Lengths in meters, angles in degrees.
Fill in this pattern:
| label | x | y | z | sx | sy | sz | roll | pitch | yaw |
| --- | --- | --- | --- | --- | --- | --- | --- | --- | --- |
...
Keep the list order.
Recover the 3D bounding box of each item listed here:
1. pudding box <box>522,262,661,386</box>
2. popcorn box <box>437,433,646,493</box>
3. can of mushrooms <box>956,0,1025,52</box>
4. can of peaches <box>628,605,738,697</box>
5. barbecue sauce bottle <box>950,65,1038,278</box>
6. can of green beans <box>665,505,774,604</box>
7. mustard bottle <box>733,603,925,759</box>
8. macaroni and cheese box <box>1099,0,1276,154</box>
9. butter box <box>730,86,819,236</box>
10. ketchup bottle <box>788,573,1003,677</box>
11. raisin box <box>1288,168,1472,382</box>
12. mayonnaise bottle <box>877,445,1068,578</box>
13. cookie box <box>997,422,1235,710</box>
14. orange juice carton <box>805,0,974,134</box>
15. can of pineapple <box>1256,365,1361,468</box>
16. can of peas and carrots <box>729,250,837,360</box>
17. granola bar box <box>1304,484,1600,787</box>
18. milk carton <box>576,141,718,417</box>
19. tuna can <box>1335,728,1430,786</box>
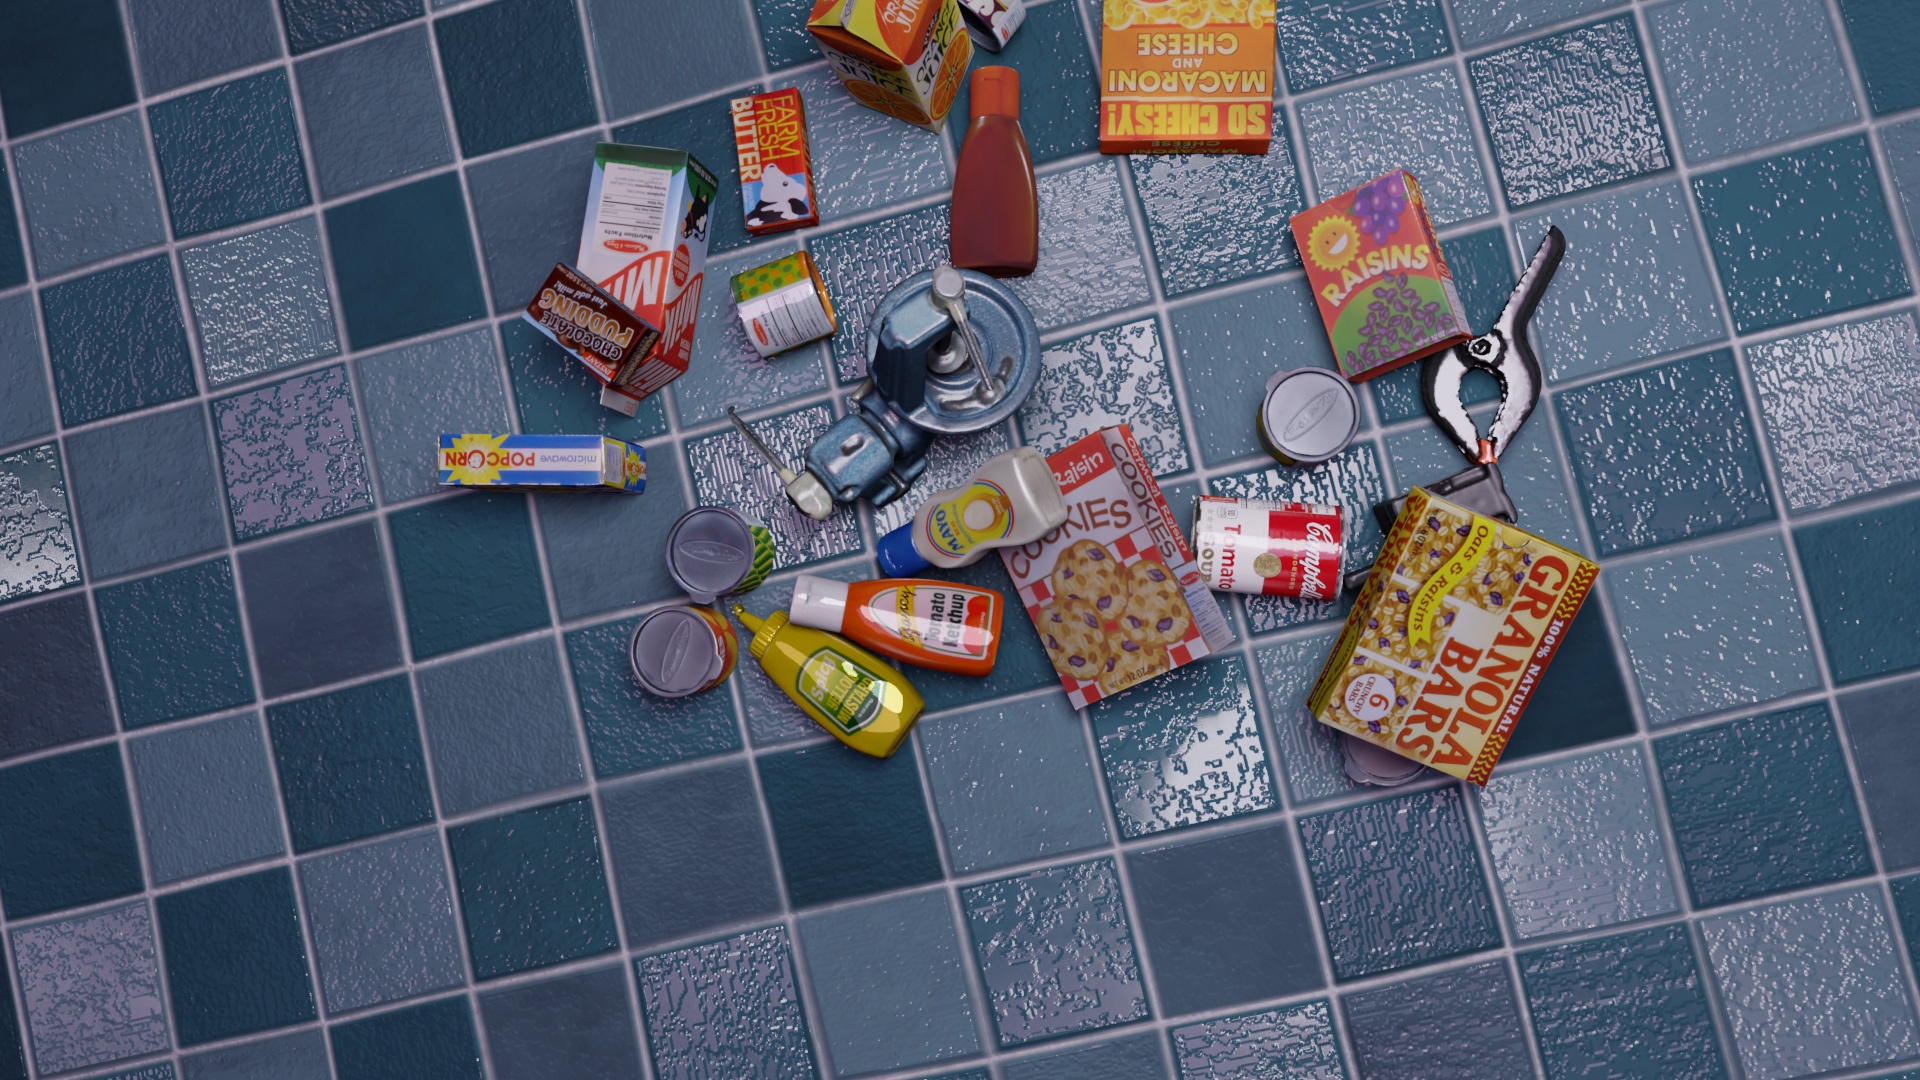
| label | x | y | z | sx | sy | sz | roll | pitch | yaw |
| --- | --- | --- | --- | --- | --- | --- | --- | --- | --- |
| pudding box | -0.260 | -0.152 | 0.979 | 0.084 | 0.030 | 0.049 | 37 | 95 | 8 |
| popcorn box | -0.307 | -0.056 | 1.026 | 0.127 | 0.085 | 0.038 | 1 | 89 | 7 |
| can of mushrooms | 0.012 | -0.392 | 1.013 | 0.071 | 0.071 | 0.033 | 39 | 92 | 7 |
| can of peaches | -0.200 | 0.082 | 1.020 | 0.071 | 0.058 | 0.071 | 0 | 87 | 7 |
| barbecue sauce bottle | 0.025 | -0.269 | 1.017 | 0.065 | 0.043 | 0.148 | 0 | 87 | 7 |
| can of green beans | -0.176 | 0.009 | 1.020 | 0.071 | 0.058 | 0.071 | 0 | 87 | 7 |
| mustard bottle | -0.104 | 0.094 | 1.011 | 0.160 | 0.049 | 0.065 | 34 | 87 | 7 |
| macaroni and cheese box | 0.165 | -0.365 | 1.006 | 0.124 | 0.040 | 0.166 | 2 | 87 | 7 |
| butter box | -0.140 | -0.286 | 1.047 | 0.053 | 0.024 | 0.103 | -8 | 86 | 7 |
| ketchup bottle | -0.046 | 0.055 | 0.994 | 0.149 | 0.043 | 0.065 | 11 | 69 | -4 |
| raisin box | 0.290 | -0.182 | 0.962 | 0.086 | 0.040 | 0.123 | -22 | 79 | 34 |
| mayonnaise bottle | 0.003 | -0.012 | 0.973 | 0.147 | 0.041 | 0.064 | -26 | 90 | 38 |
| cookie box | 0.097 | 0.019 | 0.965 | 0.122 | 0.040 | 0.167 | -30 | 83 | 39 |
| orange juice carton | -0.048 | -0.353 | 0.955 | 0.073 | 0.193 | 0.071 | 23 | 92 | 8 |
| can of pineapple | 0.242 | -0.087 | 0.973 | 0.071 | 0.058 | 0.071 | 0 | 87 | 7 |
| can of peas and carrots | -0.129 | -0.174 | 1.021 | 0.059 | 0.071 | 0.071 | -20 | 85 | 6 |
| granola bar box | 0.320 | 0.064 | 0.908 | 0.124 | 0.039 | 0.165 | 22 | 102 | -6 |
| milk carton | -0.239 | -0.190 | 1.031 | 0.073 | 0.072 | 0.190 | 8 | 88 | 8 |
| tuna can | 0.295 | 0.138 | 0.968 | 0.071 | 0.033 | 0.071 | 0 | 87 | 7 |
